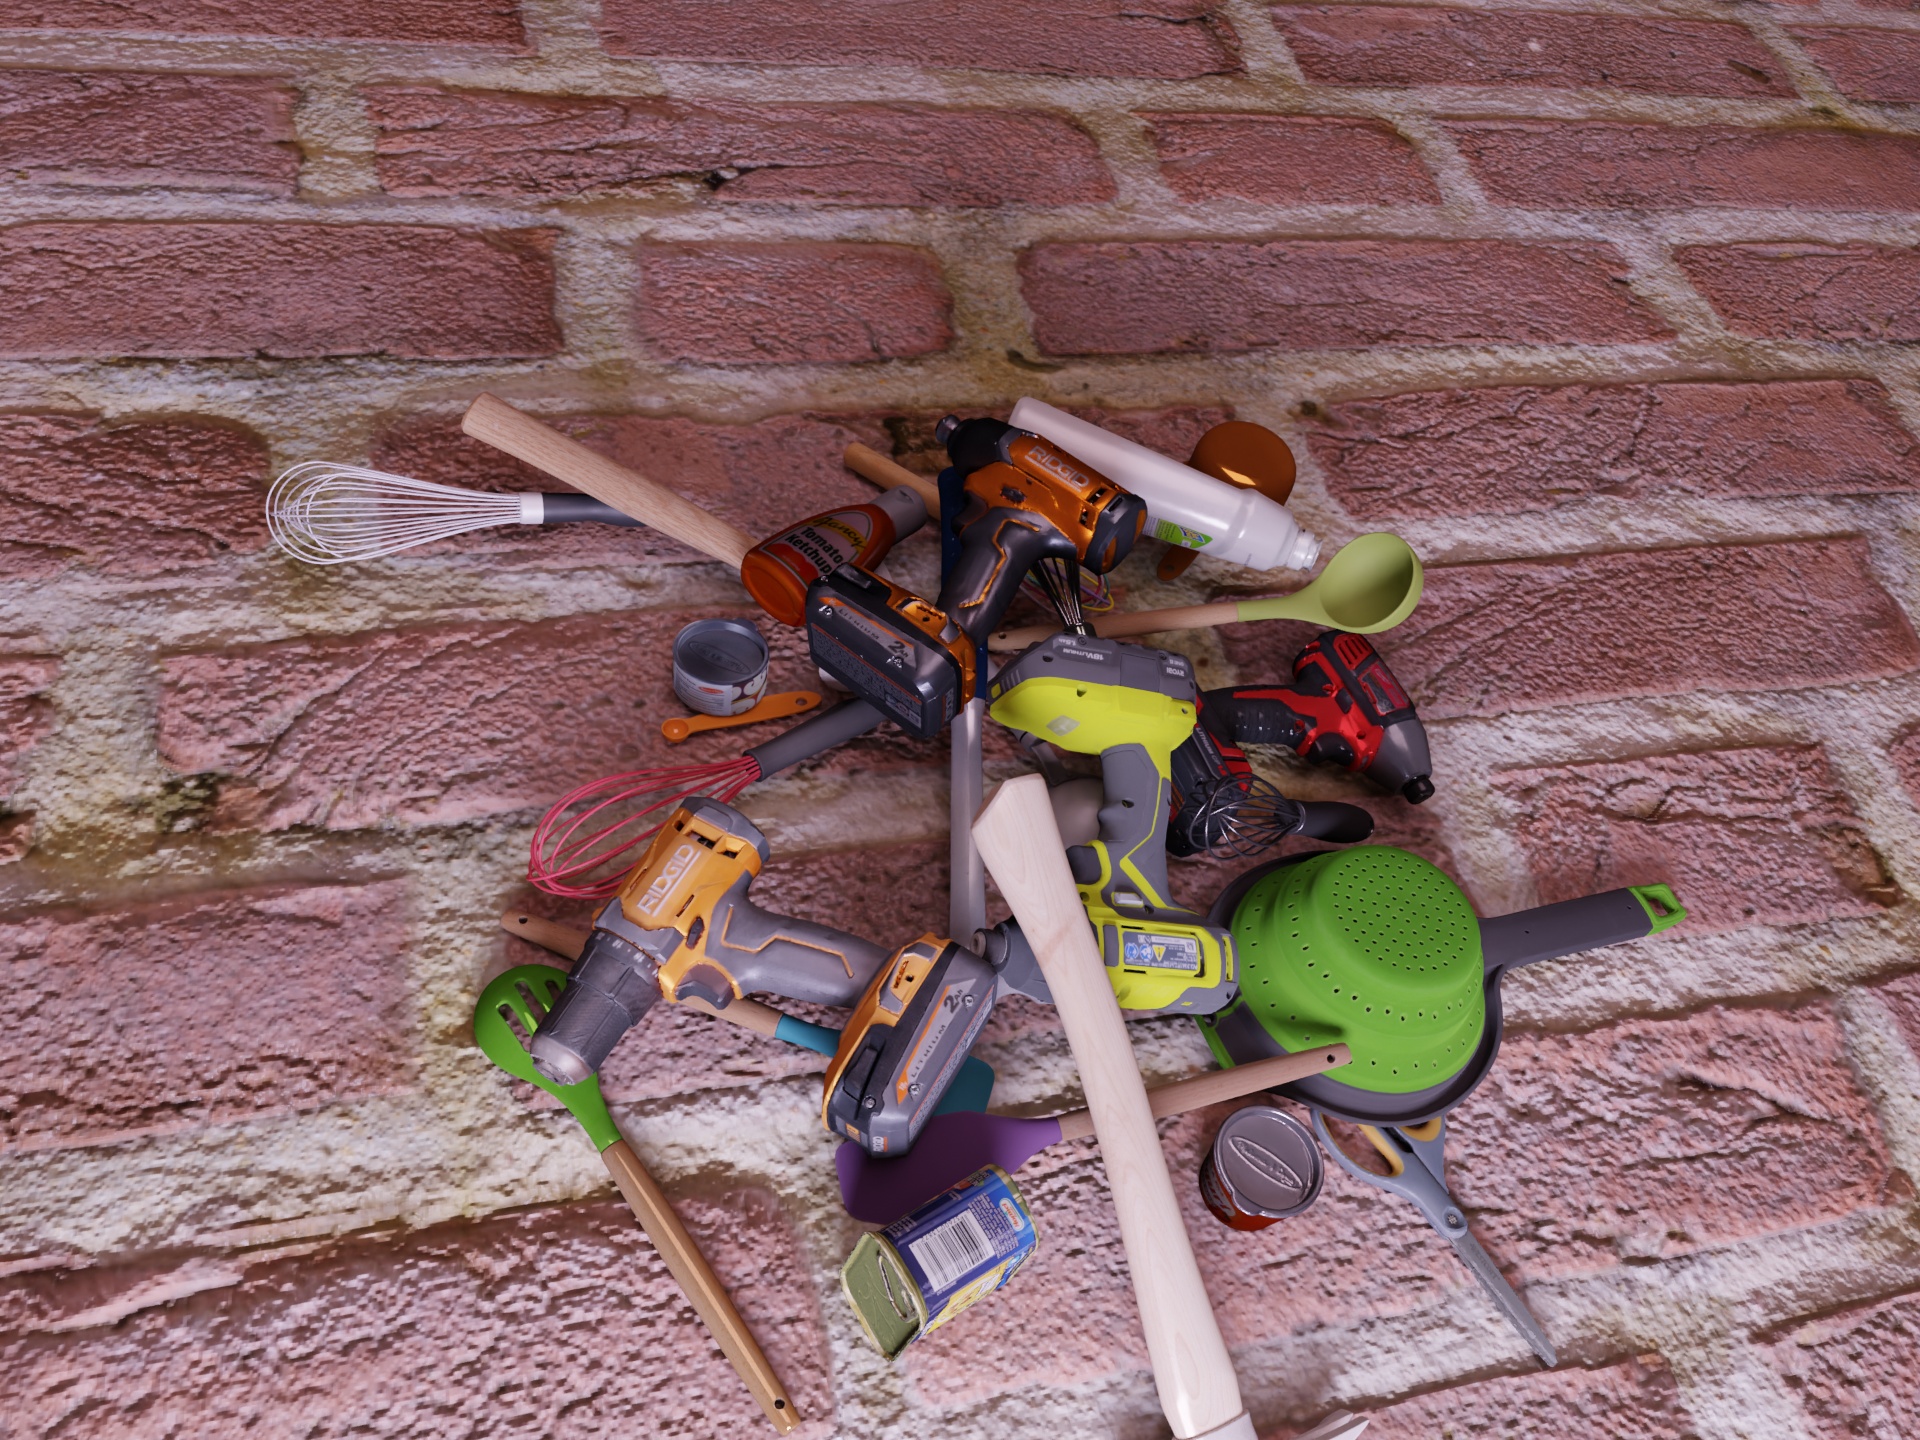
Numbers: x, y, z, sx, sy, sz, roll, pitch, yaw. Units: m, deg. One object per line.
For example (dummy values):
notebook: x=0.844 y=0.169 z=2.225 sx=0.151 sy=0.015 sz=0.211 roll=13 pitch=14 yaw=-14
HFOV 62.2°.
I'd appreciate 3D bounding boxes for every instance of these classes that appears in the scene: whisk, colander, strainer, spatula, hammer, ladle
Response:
whisk: x=0.211 y=0.065 z=1.017 sx=0.238 sy=0.055 sz=0.055 roll=8 pitch=45 yaw=-52
colander: x=0.341 y=0.137 z=1.055 sx=0.397 sy=0.094 sz=0.205 roll=-9 pitch=53 yaw=-21
strainer: x=0.055 y=0.019 z=1.113 sx=0.087 sy=0.050 sz=0.259 roll=-20 pitch=59 yaw=-28
spatula: x=0.083 y=0.238 z=0.942 sx=0.316 sy=0.018 sz=0.060 roll=-13 pitch=89 yaw=-8
whisk: x=-0.338 y=-0.151 z=1.129 sx=0.284 sy=0.070 sz=0.070 roll=-5 pitch=57 yaw=-22
whisk: x=0.081 y=-0.071 z=1.134 sx=0.059 sy=0.057 sz=0.246 roll=0 pitch=63 yaw=-35
hammer: x=0.100 y=0.226 z=0.888 sx=0.146 sy=0.038 sz=0.411 roll=-14 pitch=82 yaw=-20
hammer: x=-0.002 y=-0.003 z=1.084 sx=0.144 sy=0.035 sz=0.406 roll=2 pitch=61 yaw=-3
hammer: x=-0.197 y=-0.145 z=1.139 sx=0.331 sy=0.031 sz=0.130 roll=28 pitch=51 yaw=-7
whisk: x=0.012 y=-0.148 z=1.217 sx=0.245 sy=0.051 sz=0.047 roll=32 pitch=60 yaw=13
whisk: x=-0.152 y=0.037 z=1.039 sx=0.296 sy=0.073 sz=0.073 roll=-28 pitch=66 yaw=-34
spatula: x=-0.134 y=0.182 z=0.965 sx=0.317 sy=0.044 sz=0.082 roll=20 pitch=55 yaw=7
ladle: x=0.175 y=-0.083 z=1.159 sx=0.320 sy=0.062 sz=0.078 roll=-7 pitch=58 yaw=1

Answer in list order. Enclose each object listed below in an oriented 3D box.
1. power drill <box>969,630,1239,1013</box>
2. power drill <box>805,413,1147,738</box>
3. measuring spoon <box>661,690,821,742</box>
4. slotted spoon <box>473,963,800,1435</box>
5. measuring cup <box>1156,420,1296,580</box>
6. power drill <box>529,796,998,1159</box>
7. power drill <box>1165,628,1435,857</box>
power drill: x=0.083 y=0.065 z=0.987 sx=0.171 sy=0.080 sz=0.223 roll=9 pitch=66 yaw=-25
power drill: x=-0.002 y=-0.112 z=1.076 sx=0.164 sy=0.084 sz=0.226 roll=36 pitch=65 yaw=18
measuring spoon: x=-0.150 y=-0.002 z=1.097 sx=0.117 sy=0.011 sz=0.021 roll=-14 pitch=50 yaw=-25
slotted spoon: x=-0.181 y=0.260 z=0.896 sx=0.070 sy=0.031 sz=0.314 roll=-27 pitch=67 yaw=-29
measuring cup: x=0.207 y=-0.176 z=1.274 sx=0.095 sy=0.052 sz=0.174 roll=33 pitch=54 yaw=10
power drill: x=-0.115 y=0.163 z=0.906 sx=0.226 sy=0.084 sz=0.185 roll=26 pitch=61 yaw=14
power drill: x=0.232 y=0.016 z=1.135 sx=0.219 sy=0.078 sz=0.143 roll=-13 pitch=60 yaw=-25
